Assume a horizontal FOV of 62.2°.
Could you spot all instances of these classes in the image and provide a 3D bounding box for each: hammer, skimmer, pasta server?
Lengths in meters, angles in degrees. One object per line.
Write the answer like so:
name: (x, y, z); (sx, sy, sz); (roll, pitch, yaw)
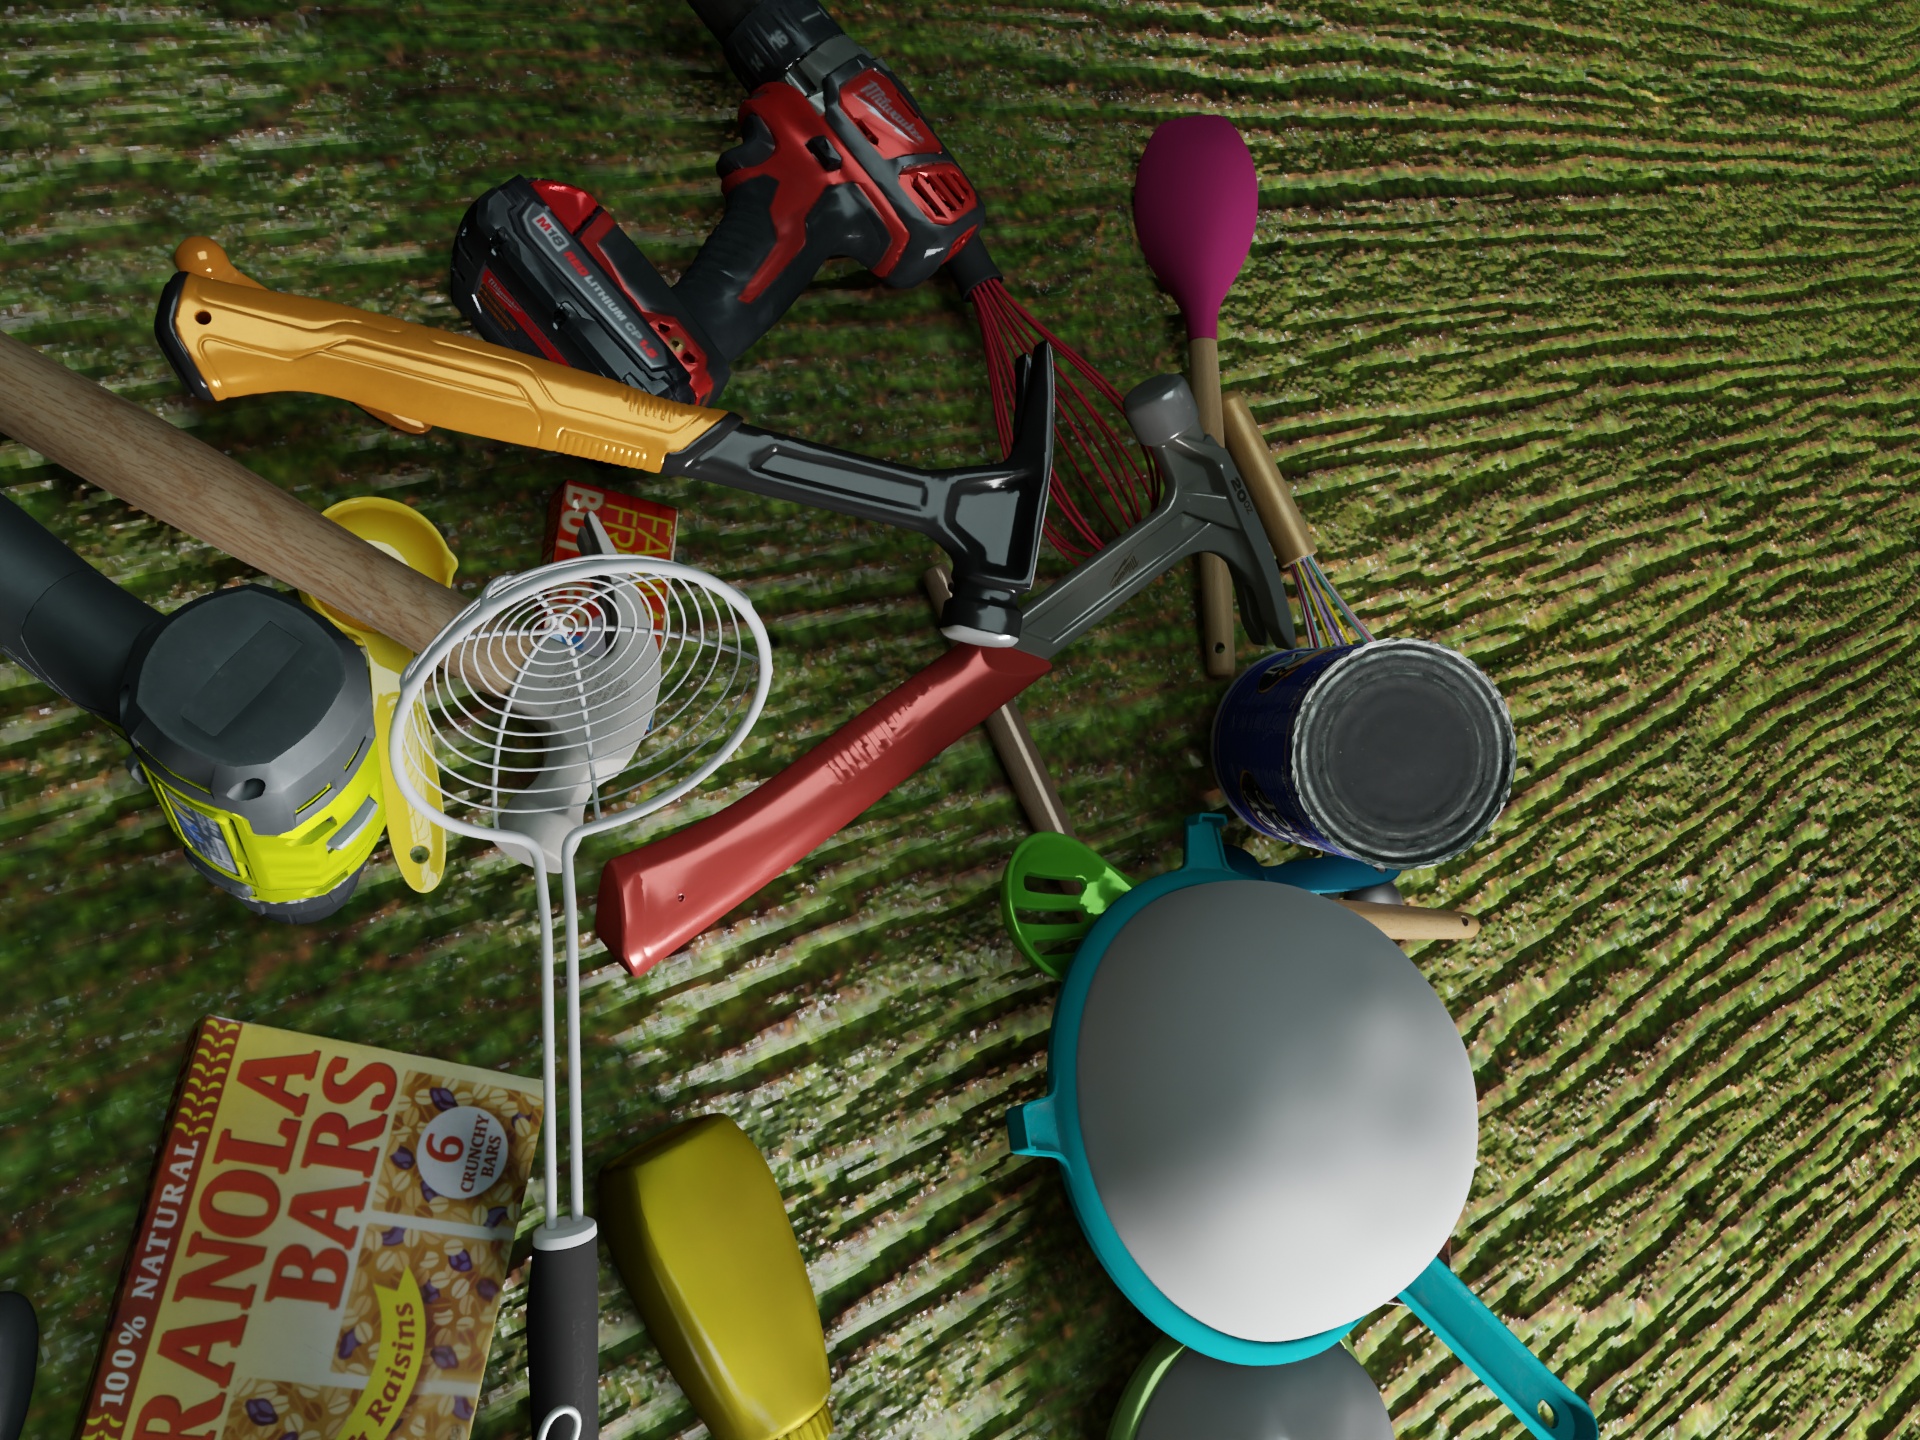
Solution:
hammer: (-0.122, -0.120, 0.612); (0.336, 0.034, 0.127); (10, 86, -19)
skimmer: (-0.125, 0.126, 0.538); (0.127, 0.090, 0.363); (-4, 98, -35)
hammer: (-0.262, -0.077, 0.583); (0.331, 0.031, 0.130); (31, 64, -14)
hammer: (-0.001, -0.002, 0.702); (0.359, 0.037, 0.149); (-37, 115, -20)
pasta server: (0.058, 0.068, 0.752); (0.060, 0.040, 0.316); (-23, 87, -41)

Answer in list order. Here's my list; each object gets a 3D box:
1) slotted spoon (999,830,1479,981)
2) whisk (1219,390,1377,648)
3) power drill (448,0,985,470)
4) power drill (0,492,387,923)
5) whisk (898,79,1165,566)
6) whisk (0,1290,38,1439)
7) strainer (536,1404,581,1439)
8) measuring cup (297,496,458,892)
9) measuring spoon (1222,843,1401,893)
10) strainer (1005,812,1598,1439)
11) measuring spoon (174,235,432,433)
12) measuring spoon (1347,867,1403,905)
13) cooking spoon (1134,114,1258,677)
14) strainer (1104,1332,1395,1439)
slotted spoon: (0.142, 0.095, 0.763); (0.313, 0.031, 0.070); (7, 65, -33)
whisk: (0.193, -0.068, 0.863); (0.047, 0.051, 0.245); (-22, 85, -26)
power drill: (-0.116, -0.239, 0.702); (0.227, 0.080, 0.188); (-44, 99, -26)
power drill: (-0.287, -0.020, 0.514); (0.228, 0.190, 0.080); (34, 62, -1)
whisk: (0.021, -0.200, 0.795); (0.073, 0.073, 0.296); (-24, 83, -32)
whisk: (-0.320, 0.316, 0.460); (0.070, 0.070, 0.285); (16, 64, -25)
strainer: (-0.165, 0.347, 0.515); (0.086, 0.050, 0.258); (18, 87, -33)
measuring cup: (-0.223, -0.009, 0.622); (0.062, 0.029, 0.156); (-7, 82, -31)
measuring spoon: (0.176, 0.075, 0.810); (0.128, 0.021, 0.042); (-3, 55, -23)
strainer: (0.189, 0.200, 0.673); (0.340, 0.095, 0.211); (46, 52, -10)
measuring spoon: (-0.265, -0.156, 0.646); (0.116, 0.011, 0.021); (37, 62, -16)
measuring spoon: (0.245, 0.065, 0.869); (0.034, 0.018, 0.124); (41, 60, -14)
cooking spoon: (0.133, -0.180, 0.860); (0.069, 0.017, 0.319); (-4, 80, 14)
strainer: (0.099, 0.356, 0.664); (0.256, 0.069, 0.151); (-34, 107, -26)
